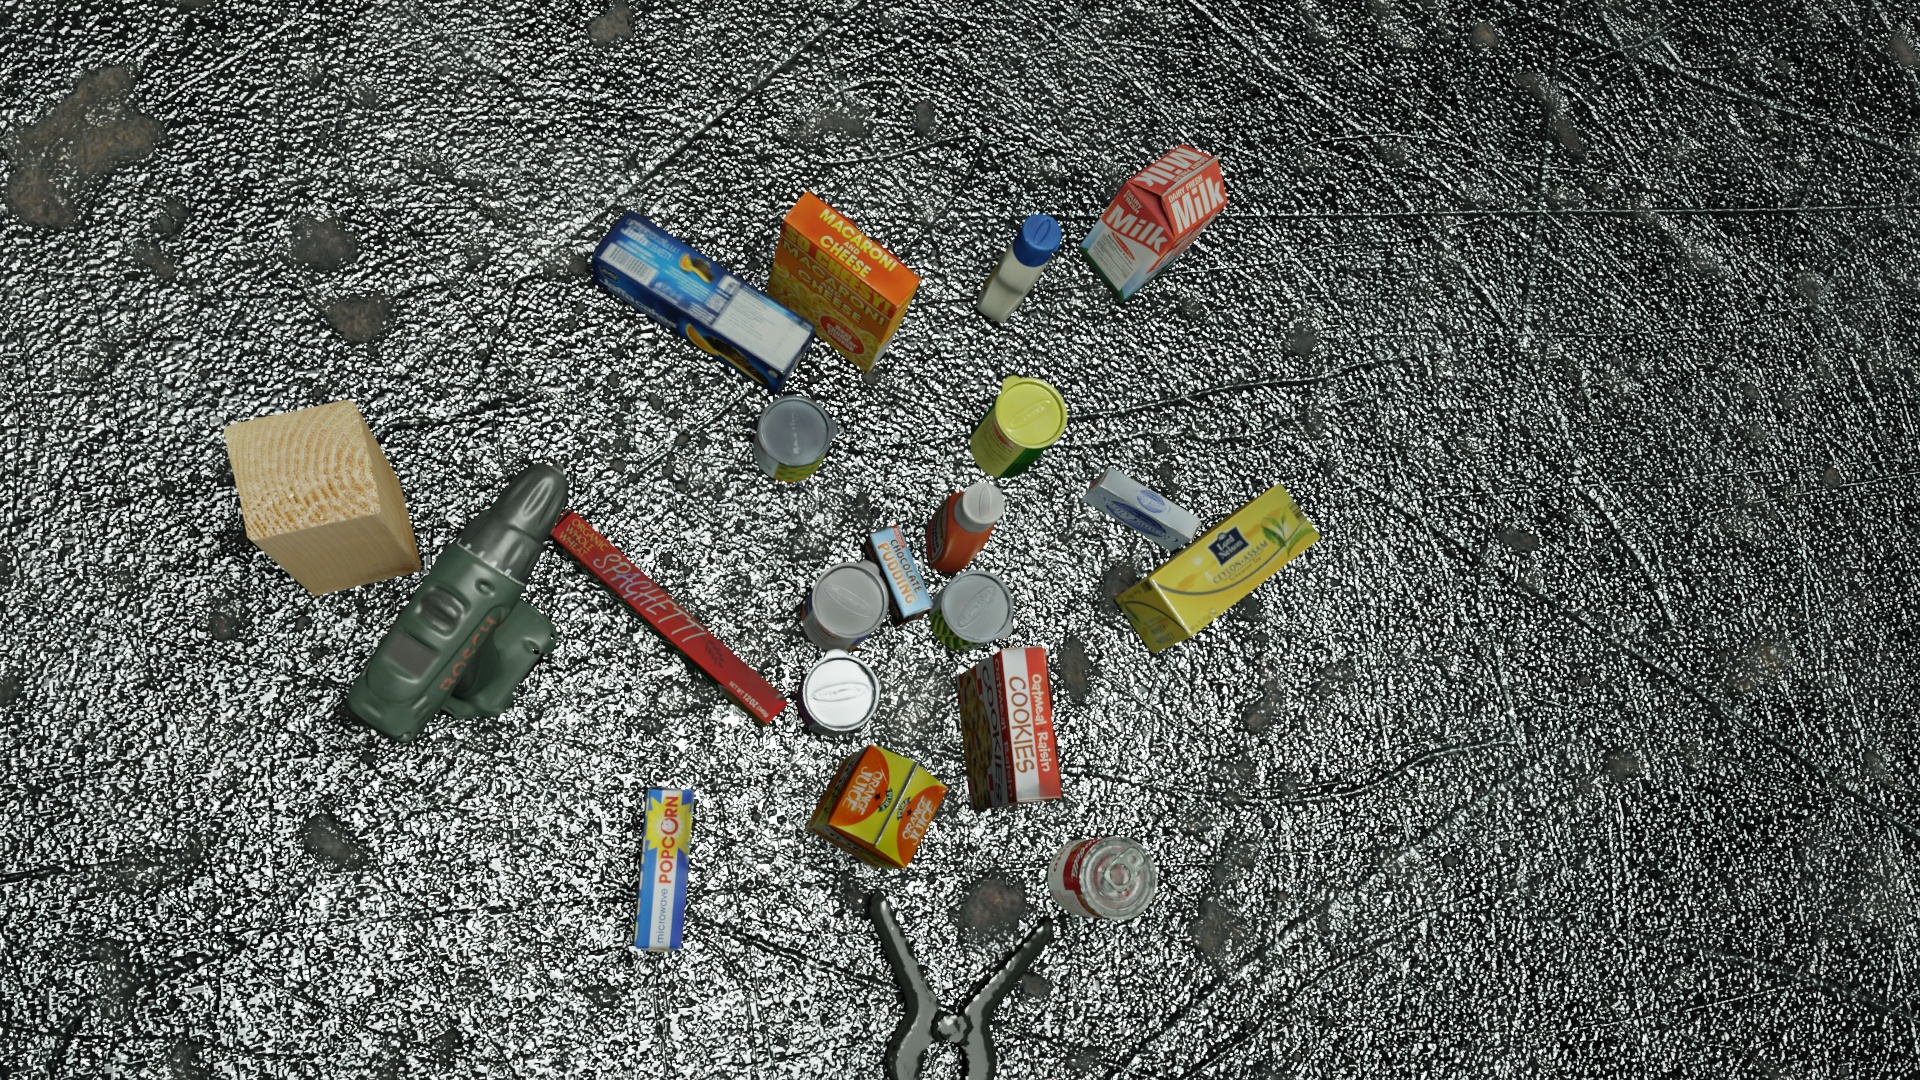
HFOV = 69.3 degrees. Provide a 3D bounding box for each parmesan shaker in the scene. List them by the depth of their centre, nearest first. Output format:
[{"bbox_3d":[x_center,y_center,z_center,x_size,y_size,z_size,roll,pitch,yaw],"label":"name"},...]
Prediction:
[{"bbox_3d":[0.051,-0.104,1.281,0.071,0.103,0.071,3,76,-12],"label":"parmesan shaker"}]

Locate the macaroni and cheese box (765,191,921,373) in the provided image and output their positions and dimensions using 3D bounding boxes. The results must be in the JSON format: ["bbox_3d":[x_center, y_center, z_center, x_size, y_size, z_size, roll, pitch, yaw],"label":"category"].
[{"bbox_3d":[-0.108,-0.227,1.241,0.124,0.166,0.040,38,72,-2],"label":"macaroni and cheese box"}]

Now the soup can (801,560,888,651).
[{"bbox_3d":[-0.101,0.057,1.215,0.071,0.083,0.071,3,76,-12],"label":"soup can"}]

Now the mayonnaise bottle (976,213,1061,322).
[{"bbox_3d":[0.056,-0.257,1.296,0.041,0.147,0.065,30,72,-5],"label":"mayonnaise bottle"}]

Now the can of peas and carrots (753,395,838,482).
[{"bbox_3d":[-0.149,-0.091,1.254,0.071,0.058,0.071,3,76,-13],"label":"can of peas and carrots"}]

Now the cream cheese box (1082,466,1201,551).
[{"bbox_3d":[0.172,-0.029,1.317,0.104,0.053,0.024,30,72,-5],"label":"cream cheese box"}]

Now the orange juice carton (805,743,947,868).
[{"bbox_3d":[-0.068,0.217,1.126,0.073,0.192,0.072,31,72,-5],"label":"orange juice carton"}]

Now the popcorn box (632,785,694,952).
[{"bbox_3d":[-0.242,0.266,1.129,0.038,0.085,0.127,5,76,-12],"label":"popcorn box"}]

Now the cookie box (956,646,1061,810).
[{"bbox_3d":[0.039,0.163,1.178,0.040,0.167,0.123,-3,78,-14],"label":"cookie box"}]

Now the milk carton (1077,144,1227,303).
[{"bbox_3d":[0.186,-0.306,1.317,0.072,0.190,0.073,-38,88,-18],"label":"milk carton"}]

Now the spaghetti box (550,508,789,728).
[{"bbox_3d":[-0.251,0.069,1.195,0.250,0.050,0.029,41,72,-1],"label":"spaghetti box"}]

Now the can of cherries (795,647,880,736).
[{"bbox_3d":[-0.107,0.133,1.208,0.071,0.058,0.071,3,76,-13],"label":"can of cherries"}]

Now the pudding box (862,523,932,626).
[{"bbox_3d":[-0.057,0.032,1.250,0.030,0.049,0.084,-21,82,-17],"label":"pudding box"}]

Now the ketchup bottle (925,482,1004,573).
[{"bbox_3d":[0.004,-0.015,1.224,0.043,0.148,0.065,7,76,-12],"label":"ketchup bottle"}]

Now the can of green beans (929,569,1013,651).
[{"bbox_3d":[0.009,0.064,1.253,0.071,0.057,0.071,3,76,-13],"label":"can of green beans"}]
